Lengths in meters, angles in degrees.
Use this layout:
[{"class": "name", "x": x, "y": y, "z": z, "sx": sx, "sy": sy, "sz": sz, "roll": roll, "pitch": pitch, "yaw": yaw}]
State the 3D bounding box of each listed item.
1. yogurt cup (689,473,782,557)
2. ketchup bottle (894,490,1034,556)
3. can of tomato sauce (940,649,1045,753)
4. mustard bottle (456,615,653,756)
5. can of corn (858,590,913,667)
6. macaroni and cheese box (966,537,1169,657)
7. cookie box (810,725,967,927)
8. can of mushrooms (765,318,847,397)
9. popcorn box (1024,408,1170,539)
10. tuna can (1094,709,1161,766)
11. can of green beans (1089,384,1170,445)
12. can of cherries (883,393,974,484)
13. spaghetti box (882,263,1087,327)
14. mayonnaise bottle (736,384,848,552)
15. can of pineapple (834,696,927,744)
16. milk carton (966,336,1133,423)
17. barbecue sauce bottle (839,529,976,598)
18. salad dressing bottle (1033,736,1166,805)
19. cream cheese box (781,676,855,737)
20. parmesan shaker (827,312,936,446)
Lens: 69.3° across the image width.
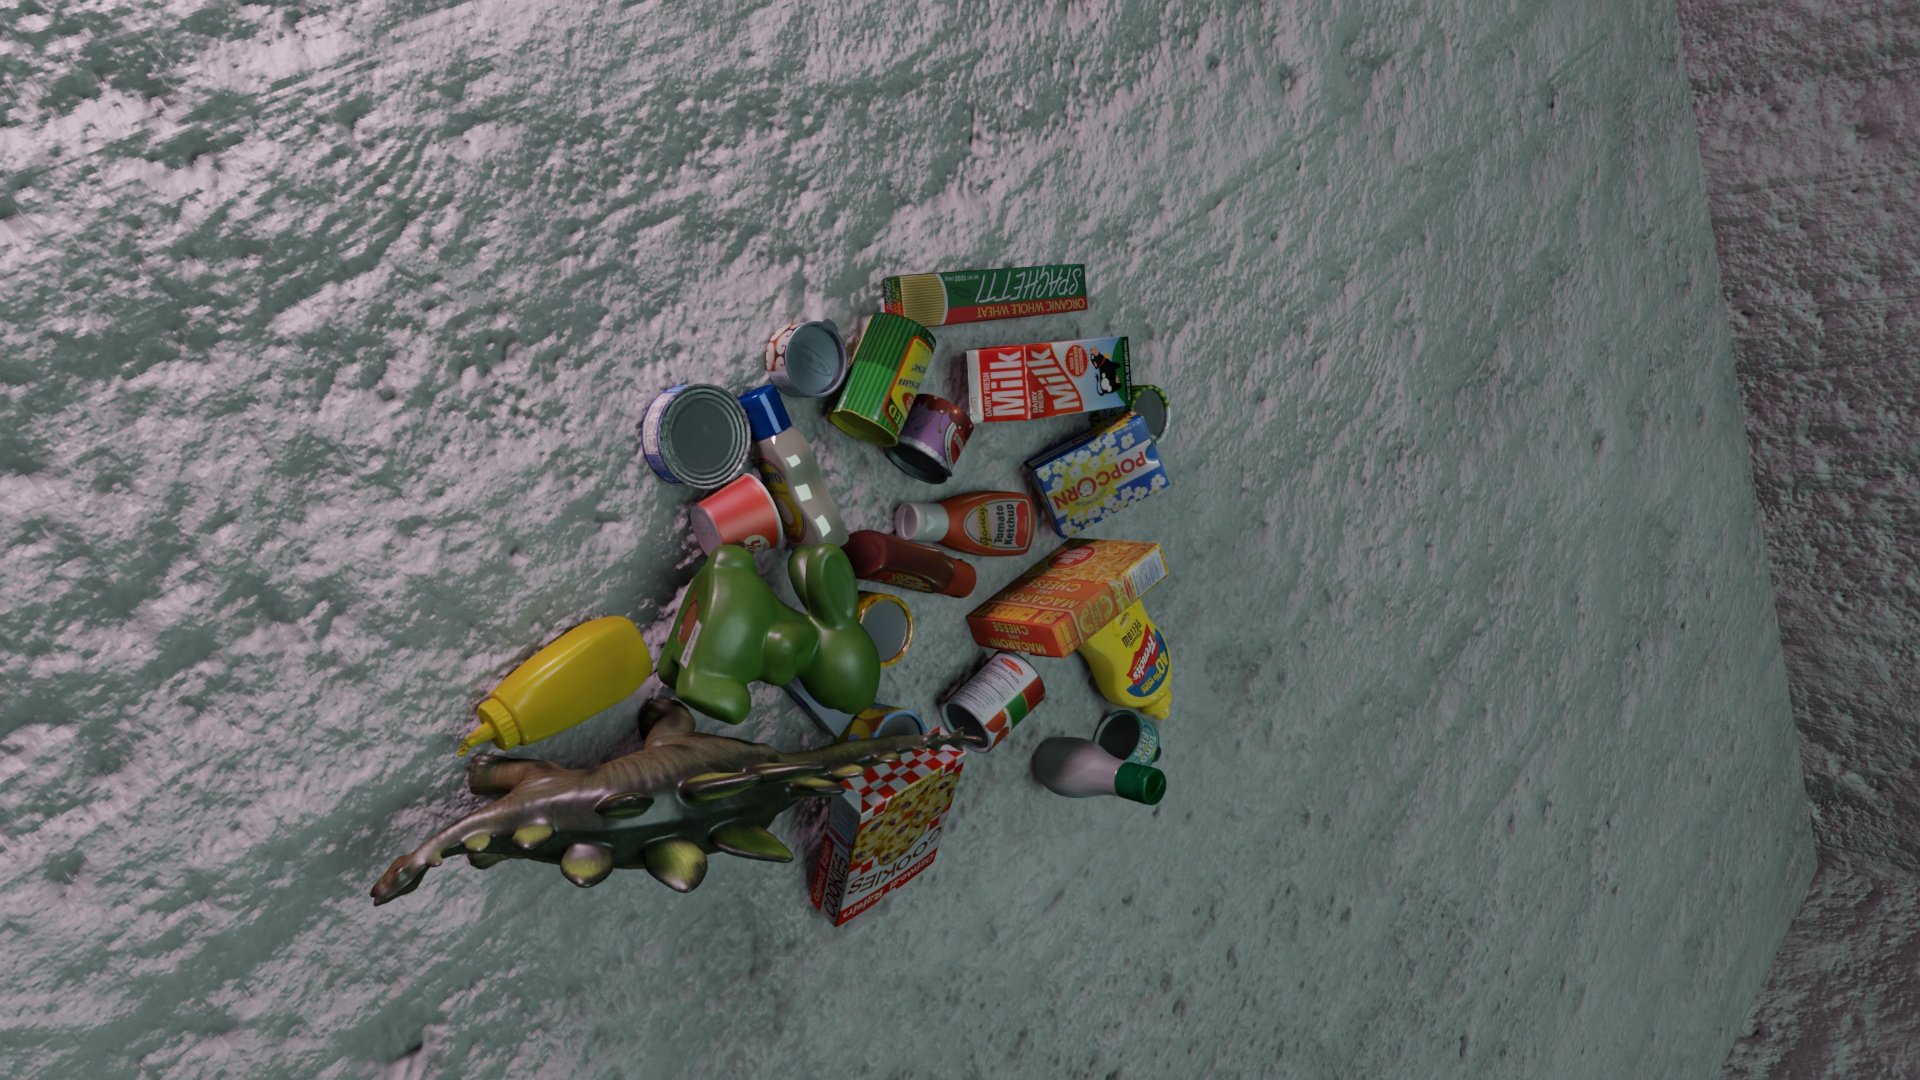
[{"class": "yogurt cup", "x": -0.187, "y": -0.015, "z": 1.149, "sx": 0.054, "sy": 0.072, "sz": 0.072, "roll": -26, "pitch": 110, "yaw": -29}, {"class": "ketchup bottle", "x": 0.005, "y": -0.017, "z": 1.334, "sx": 0.149, "sy": 0.043, "sz": 0.064, "roll": 1, "pitch": 93, "yaw": -41}, {"class": "can of tomato sauce", "x": 0.032, "y": 0.158, "z": 1.354, "sx": 0.083, "sy": 0.071, "sz": 0.071, "roll": -40, "pitch": 118, "yaw": -32}, {"class": "mustard bottle", "x": -0.313, "y": 0.116, "z": 1.053, "sx": 0.161, "sy": 0.049, "sz": 0.065, "roll": -32, "pitch": 113, "yaw": -35}, {"class": "can of corn", "x": -0.083, "y": 0.077, "z": 1.250, "sx": 0.071, "sy": 0.058, "sz": 0.071, "roll": -4, "pitch": 96, "yaw": -42}, {"class": "macaroni and cheese box", "x": 0.107, "y": 0.055, "z": 1.376, "sx": 0.167, "sy": 0.123, "sz": 0.040, "roll": -35, "pitch": 114, "yaw": -35}, {"class": "cookie box", "x": -0.065, "y": 0.256, "z": 1.234, "sx": 0.123, "sy": 0.040, "sz": 0.166, "roll": -25, "pitch": 144, "yaw": -38}, {"class": "can of mushrooms", "x": -0.133, "y": -0.159, "z": 1.207, "sx": 0.071, "sy": 0.033, "sz": 0.071, "roll": -3, "pitch": 95, "yaw": -41}, {"class": "popcorn box", "x": 0.139, "y": -0.068, "z": 1.418, "sx": 0.127, "sy": 0.038, "sz": 0.085, "roll": -27, "pitch": 113, "yaw": -5}, {"class": "tuna can", "x": 0.179, "y": 0.217, "z": 1.486, "sx": 0.033, "sy": 0.071, "sz": 0.071, "roll": 34, "pitch": 71, "yaw": -37}, {"class": "can of green beans", "x": 0.181, "y": -0.132, "z": 1.474, "sx": 0.071, "sy": 0.058, "sz": 0.071, "roll": -3, "pitch": 95, "yaw": -42}, {"class": "can of cherries", "x": -0.027, "y": -0.093, "z": 1.282, "sx": 0.071, "sy": 0.071, "sz": 0.058, "roll": 44, "pitch": 64, "yaw": -35}, {"class": "spaghetti box", "x": 0.030, "y": -0.239, "z": 1.352, "sx": 0.251, "sy": 0.028, "sz": 0.050, "roll": -13, "pitch": 102, "yaw": -40}, {"class": "mayonnaise bottle", "x": -0.147, "y": -0.059, "z": 1.185, "sx": 0.041, "sy": 0.064, "sz": 0.147, "roll": -33, "pitch": 110, "yaw": -31}, {"class": "can of pineapple", "x": -0.072, "y": 0.181, "z": 1.267, "sx": 0.071, "sy": 0.058, "sz": 0.071, "roll": -3, "pitch": 95, "yaw": -42}, {"class": "milk carton", "x": 0.079, "y": -0.159, "z": 1.371, "sx": 0.191, "sy": 0.073, "sz": 0.072, "roll": -11, "pitch": 101, "yaw": -41}, {"class": "barbecue sauce bottle", "x": -0.043, "y": 0.024, "z": 1.283, "sx": 0.148, "sy": 0.065, "sz": 0.044, "roll": 16, "pitch": 74, "yaw": -50}, {"class": "salad dressing bottle", "x": 0.140, "y": 0.235, "z": 1.400, "sx": 0.064, "sy": 0.147, "sz": 0.044, "roll": -48, "pitch": 122, "yaw": -28}, {"class": "cream cheese box", "x": -0.128, "y": 0.123, "z": 1.236, "sx": 0.053, "sy": 0.024, "sz": 0.103, "roll": -53, "pitch": 124, "yaw": -25}, {"class": "parmesan shaker", "x": -0.069, "y": -0.145, "z": 1.241, "sx": 0.071, "sy": 0.071, "sz": 0.103, "roll": 33, "pitch": 71, "yaw": -38}]
